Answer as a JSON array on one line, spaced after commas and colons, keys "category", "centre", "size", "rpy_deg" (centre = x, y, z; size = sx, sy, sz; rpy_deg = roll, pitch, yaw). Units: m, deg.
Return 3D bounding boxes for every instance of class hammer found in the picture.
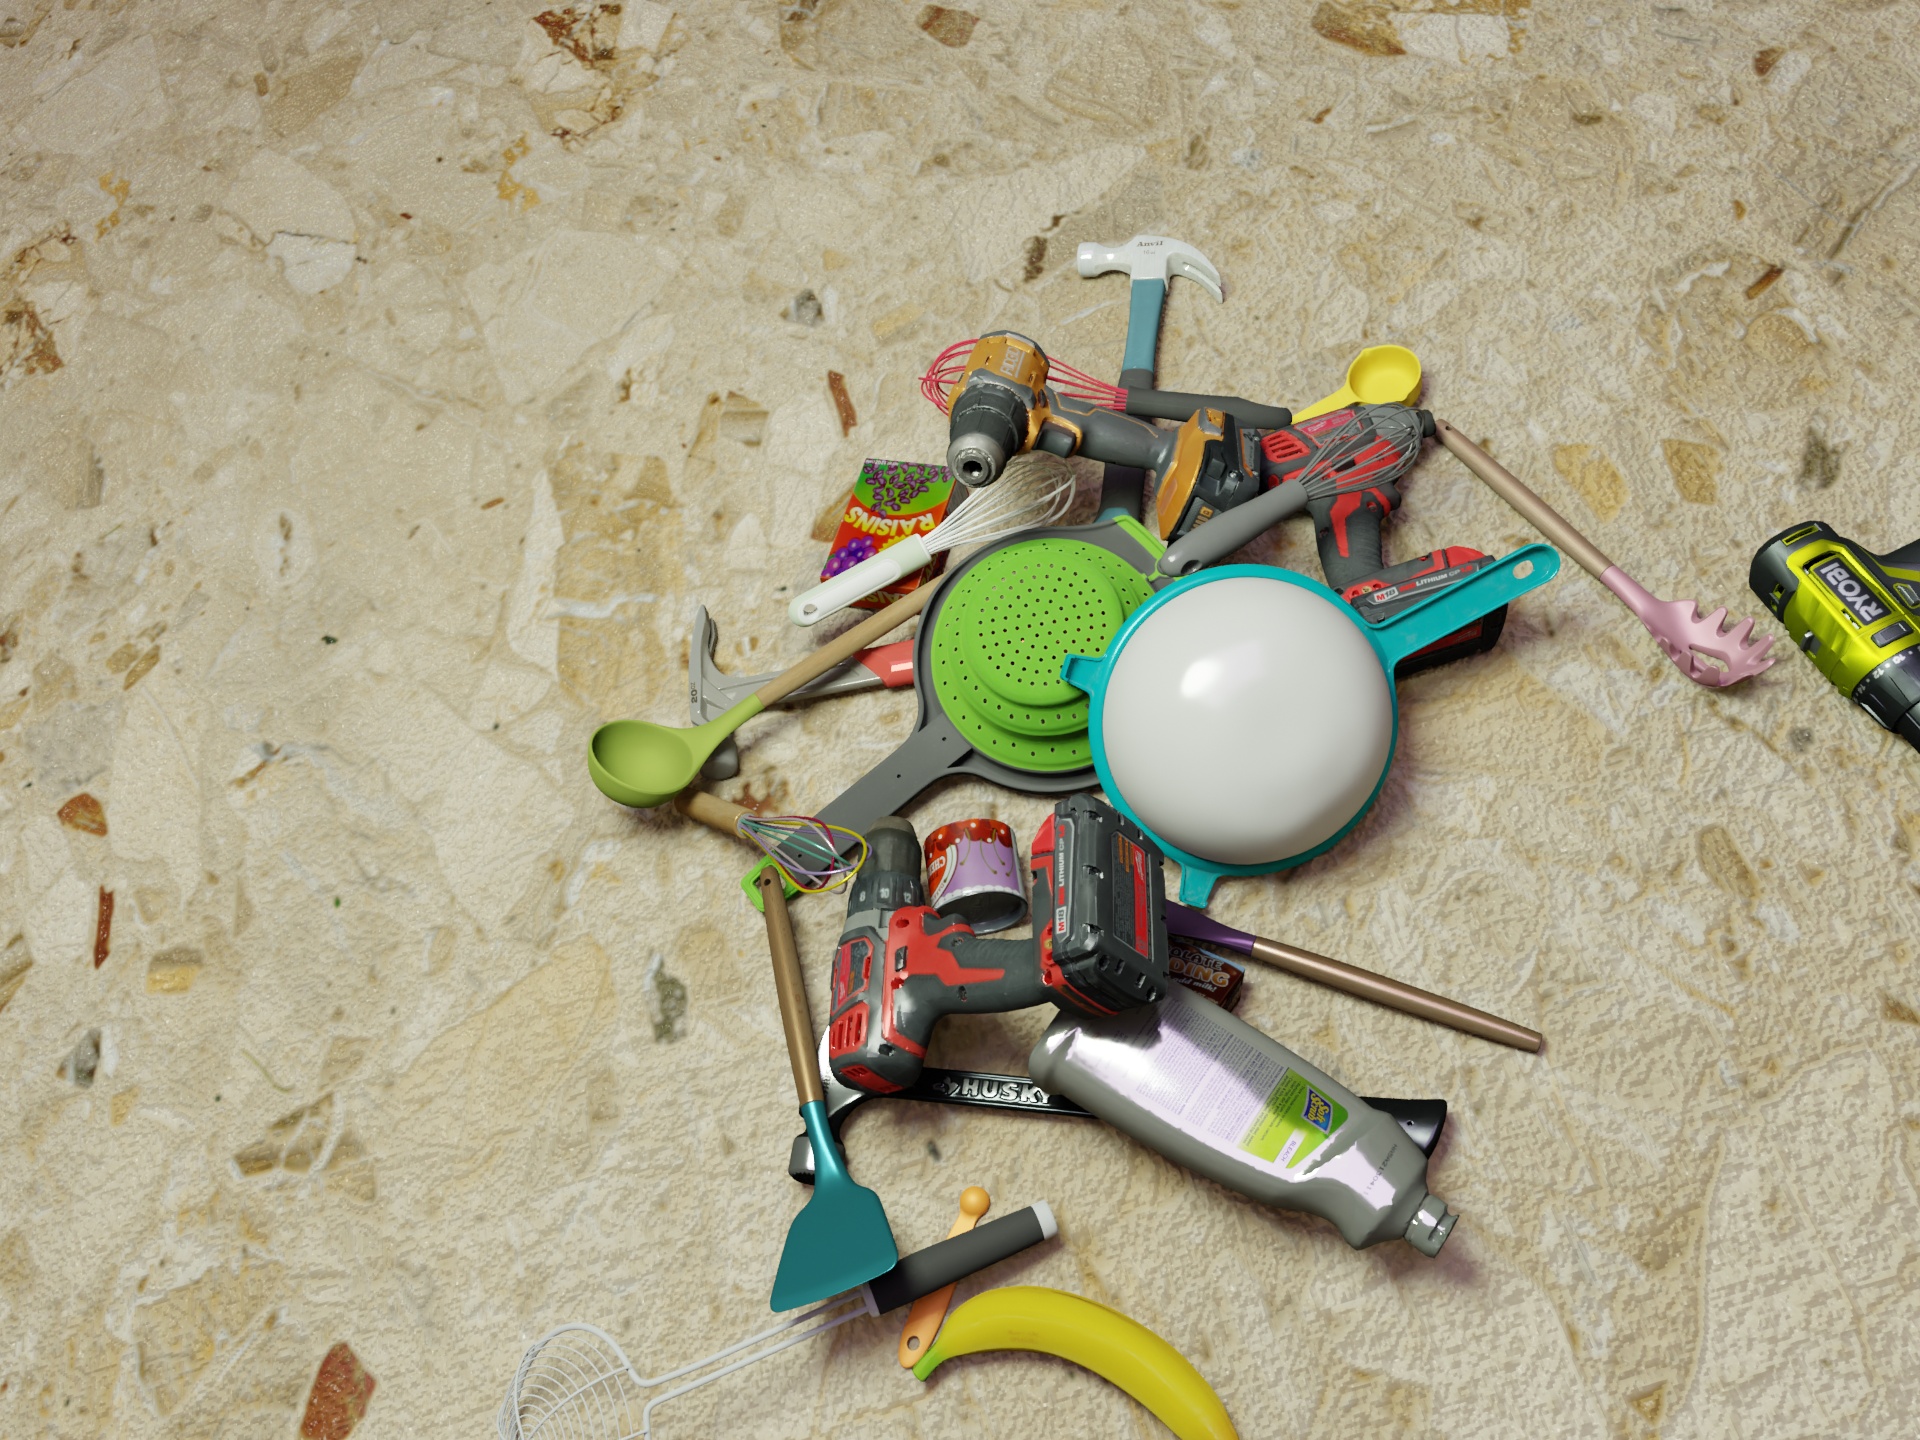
[{"category": "hammer", "centre": [0.097, 0.239, 1.014], "size": [0.409, 0.036, 0.149], "rpy_deg": [2, 59, 14]}, {"category": "hammer", "centre": [-0.034, -0.054, 1.220], "size": [0.359, 0.036, 0.149], "rpy_deg": [-11, 58, 8]}, {"category": "hammer", "centre": [0.143, -0.273, 1.311], "size": [0.128, 0.033, 0.331], "rpy_deg": [1, 60, 16]}]

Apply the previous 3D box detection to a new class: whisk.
[{"category": "whisk", "centre": [0.112, -0.254, 1.249], "size": [0.296, 0.073, 0.073], "rpy_deg": [8, 62, 7]}, {"category": "whisk", "centre": [0.233, -0.158, 1.101], "size": [0.239, 0.055, 0.055], "rpy_deg": [-30, 57, -20]}, {"category": "whisk", "centre": [-0.021, -0.135, 1.213], "size": [0.246, 0.057, 0.059], "rpy_deg": [-28, 23, 1]}, {"category": "whisk", "centre": [-0.141, 0.078, 1.107], "size": [0.245, 0.051, 0.047], "rpy_deg": [13, 83, 53]}]

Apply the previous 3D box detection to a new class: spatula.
[{"category": "spatula", "centre": [-0.102, 0.221, 1.025], "size": [0.082, 0.044, 0.318], "rpy_deg": [-23, 52, 8]}, {"category": "spatula", "centre": [0.216, 0.155, 1.035], "size": [0.316, 0.060, 0.018], "rpy_deg": [17, 107, 18]}]

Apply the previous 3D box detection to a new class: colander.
[{"category": "colander", "centre": [-0.002, -0.004, 1.122], "size": [0.397, 0.094, 0.205], "rpy_deg": [-39, 75, -2]}]

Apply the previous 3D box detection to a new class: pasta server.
[{"category": "pasta server", "centre": [0.449, -0.129, 1.147], "size": [0.060, 0.040, 0.317], "rpy_deg": [-25, 55, -17]}]

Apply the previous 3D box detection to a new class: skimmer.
[{"category": "skimmer", "centre": [-0.110, 0.382, 0.974], "size": [0.363, 0.090, 0.127], "rpy_deg": [-21, 63, -9]}]

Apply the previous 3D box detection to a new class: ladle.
[{"category": "ladle", "centre": [-0.130, -0.035, 1.181], "size": [0.320, 0.062, 0.078], "rpy_deg": [-33, 58, -9]}]

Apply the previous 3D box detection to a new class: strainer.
[{"category": "strainer", "centre": [0.249, -0.026, 1.031], "size": [0.340, 0.095, 0.211], "rpy_deg": [-28, 96, 1]}]

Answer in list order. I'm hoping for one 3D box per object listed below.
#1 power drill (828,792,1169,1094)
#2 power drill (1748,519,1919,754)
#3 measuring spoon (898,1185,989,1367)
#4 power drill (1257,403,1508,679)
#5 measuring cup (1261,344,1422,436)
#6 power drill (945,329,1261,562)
[{"category": "power drill", "centre": [0.012, 0.120, 0.988], "size": [0.226, 0.080, 0.188], "rpy_deg": [-24, 47, 32]}, {"category": "power drill", "centre": [0.672, -0.081, 1.042], "size": [0.228, 0.080, 0.191], "rpy_deg": [-26, 57, 1]}, {"category": "measuring spoon", "centre": [-0.011, 0.344, 0.989], "size": [0.021, 0.011, 0.117], "rpy_deg": [16, 65, 22]}, {"category": "power drill", "centre": [0.310, -0.144, 1.170], "size": [0.143, 0.078, 0.220], "rpy_deg": [-18, 54, 2]}, {"category": "measuring cup", "centre": [0.294, -0.241, 1.265], "size": [0.156, 0.029, 0.062], "rpy_deg": [-31, 57, 8]}, {"category": "power drill", "centre": [0.097, -0.192, 1.142], "size": [0.226, 0.084, 0.185], "rpy_deg": [22, 36, -3]}]
